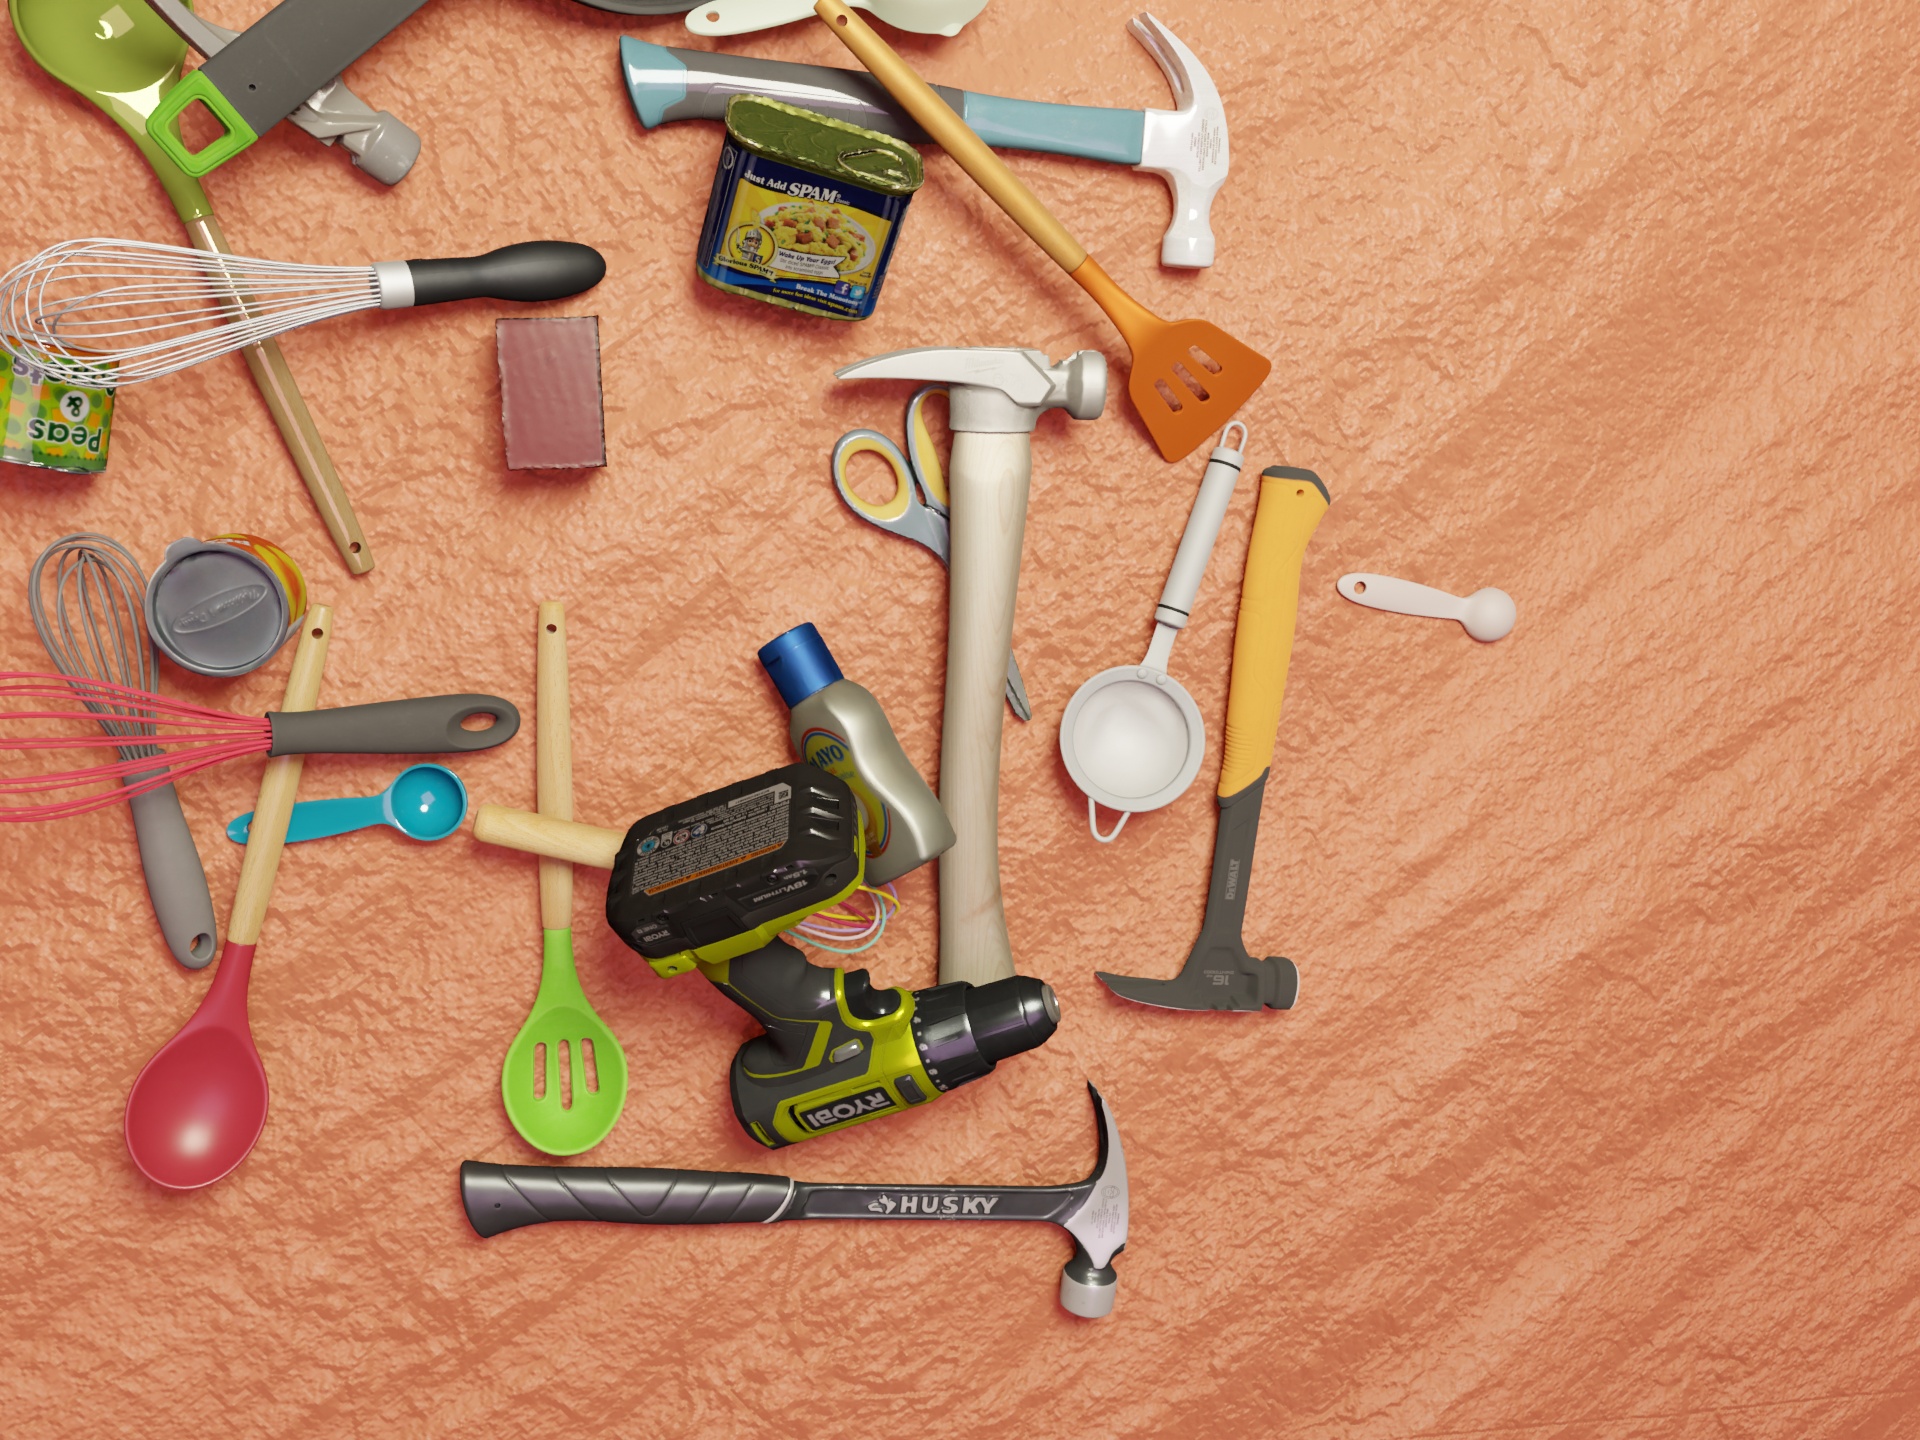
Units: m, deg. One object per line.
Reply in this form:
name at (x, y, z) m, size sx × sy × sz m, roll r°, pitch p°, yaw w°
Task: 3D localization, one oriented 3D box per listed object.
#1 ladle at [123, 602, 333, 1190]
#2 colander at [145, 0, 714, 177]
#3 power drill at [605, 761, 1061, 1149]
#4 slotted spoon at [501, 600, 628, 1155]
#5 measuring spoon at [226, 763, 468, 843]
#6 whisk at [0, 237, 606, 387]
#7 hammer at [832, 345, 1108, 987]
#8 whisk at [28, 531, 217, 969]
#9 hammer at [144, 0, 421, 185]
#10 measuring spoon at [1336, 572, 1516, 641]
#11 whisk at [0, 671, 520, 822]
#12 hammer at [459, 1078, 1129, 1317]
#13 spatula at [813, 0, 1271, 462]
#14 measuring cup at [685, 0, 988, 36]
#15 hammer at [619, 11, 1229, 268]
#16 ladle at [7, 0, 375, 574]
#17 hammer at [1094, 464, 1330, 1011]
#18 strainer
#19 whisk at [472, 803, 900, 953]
ladle at (-0.374, 0.091, 0.839) m, size 0.069 × 0.031 × 0.315 m, roll 14°, pitch 93°, yaw -30°
colander at (-0.196, -0.377, 0.714) m, size 0.397 × 0.095 × 0.204 m, roll -44°, pitch 128°, yaw -9°
power drill at (-0.066, 0.133, 0.857) m, size 0.190 × 0.080 × 0.228 m, roll -20°, pitch 129°, yaw 12°
slotted spoon at (-0.224, 0.090, 0.889) m, size 0.070 × 0.031 × 0.313 m, roll -1°, pitch 100°, yaw -14°
measuring spoon at (-0.330, 0.049, 0.862) m, size 0.128 × 0.021 × 0.042 m, roll -8°, pitch 96°, yaw -2°
whisk at (-0.305, -0.206, 0.761) m, size 0.284 × 0.070 × 0.070 m, roll -16°, pitch 106°, yaw -29°
hammer at (-0.001, -0.003, 0.905) m, size 0.146 × 0.038 × 0.410 m, roll 0°, pitch 106°, yaw -8°
whisk at (-0.422, 0.021, 0.816) m, size 0.055 × 0.055 × 0.238 m, roll -11°, pitch 108°, yaw -11°
hammer at (-0.232, -0.442, 0.748) m, size 0.149 × 0.037 × 0.359 m, roll 35°, pitch 89°, yaw -43°
measuring spoon at (0.290, -0.072, 0.982) m, size 0.124 × 0.018 × 0.034 m, roll 10°, pitch 100°, yaw -15°
whisk at (-0.363, 0.007, 0.788) m, size 0.295 × 0.073 × 0.073 m, roll -4°, pitch 104°, yaw -34°
hammer at (-0.090, 0.285, 0.959) m, size 0.408 × 0.036 × 0.149 m, roll 6°, pitch 99°, yaw -14°
spatula at (0.044, -0.263, 0.850) m, size 0.322 × 0.041 × 0.081 m, roll 40°, pitch 105°, yaw -22°
measuring cup at (-0.059, -0.379, 0.800) m, size 0.167 × 0.038 × 0.083 m, roll -20°, pitch 79°, yaw -14°
hammer at (-0.014, -0.321, 0.847) m, size 0.331 × 0.033 × 0.128 m, roll 2°, pitch 102°, yaw -14°
ladle at (-0.358, -0.219, 0.775) m, size 0.078 × 0.062 × 0.320 m, roll -27°, pitch 110°, yaw -22°
hammer at (0.167, 0.014, 0.963) m, size 0.127 × 0.034 × 0.337 m, roll 4°, pitch 101°, yaw -16°
strainer at (0.122, -0.053, 0.935) m, size 0.087 × 0.050 × 0.258 m, roll 19°, pitch 91°, yaw -5°
whisk at (-0.148, 0.086, 0.888) m, size 0.244 × 0.047 × 0.051 m, roll 15°, pitch 88°, yaw -21°
